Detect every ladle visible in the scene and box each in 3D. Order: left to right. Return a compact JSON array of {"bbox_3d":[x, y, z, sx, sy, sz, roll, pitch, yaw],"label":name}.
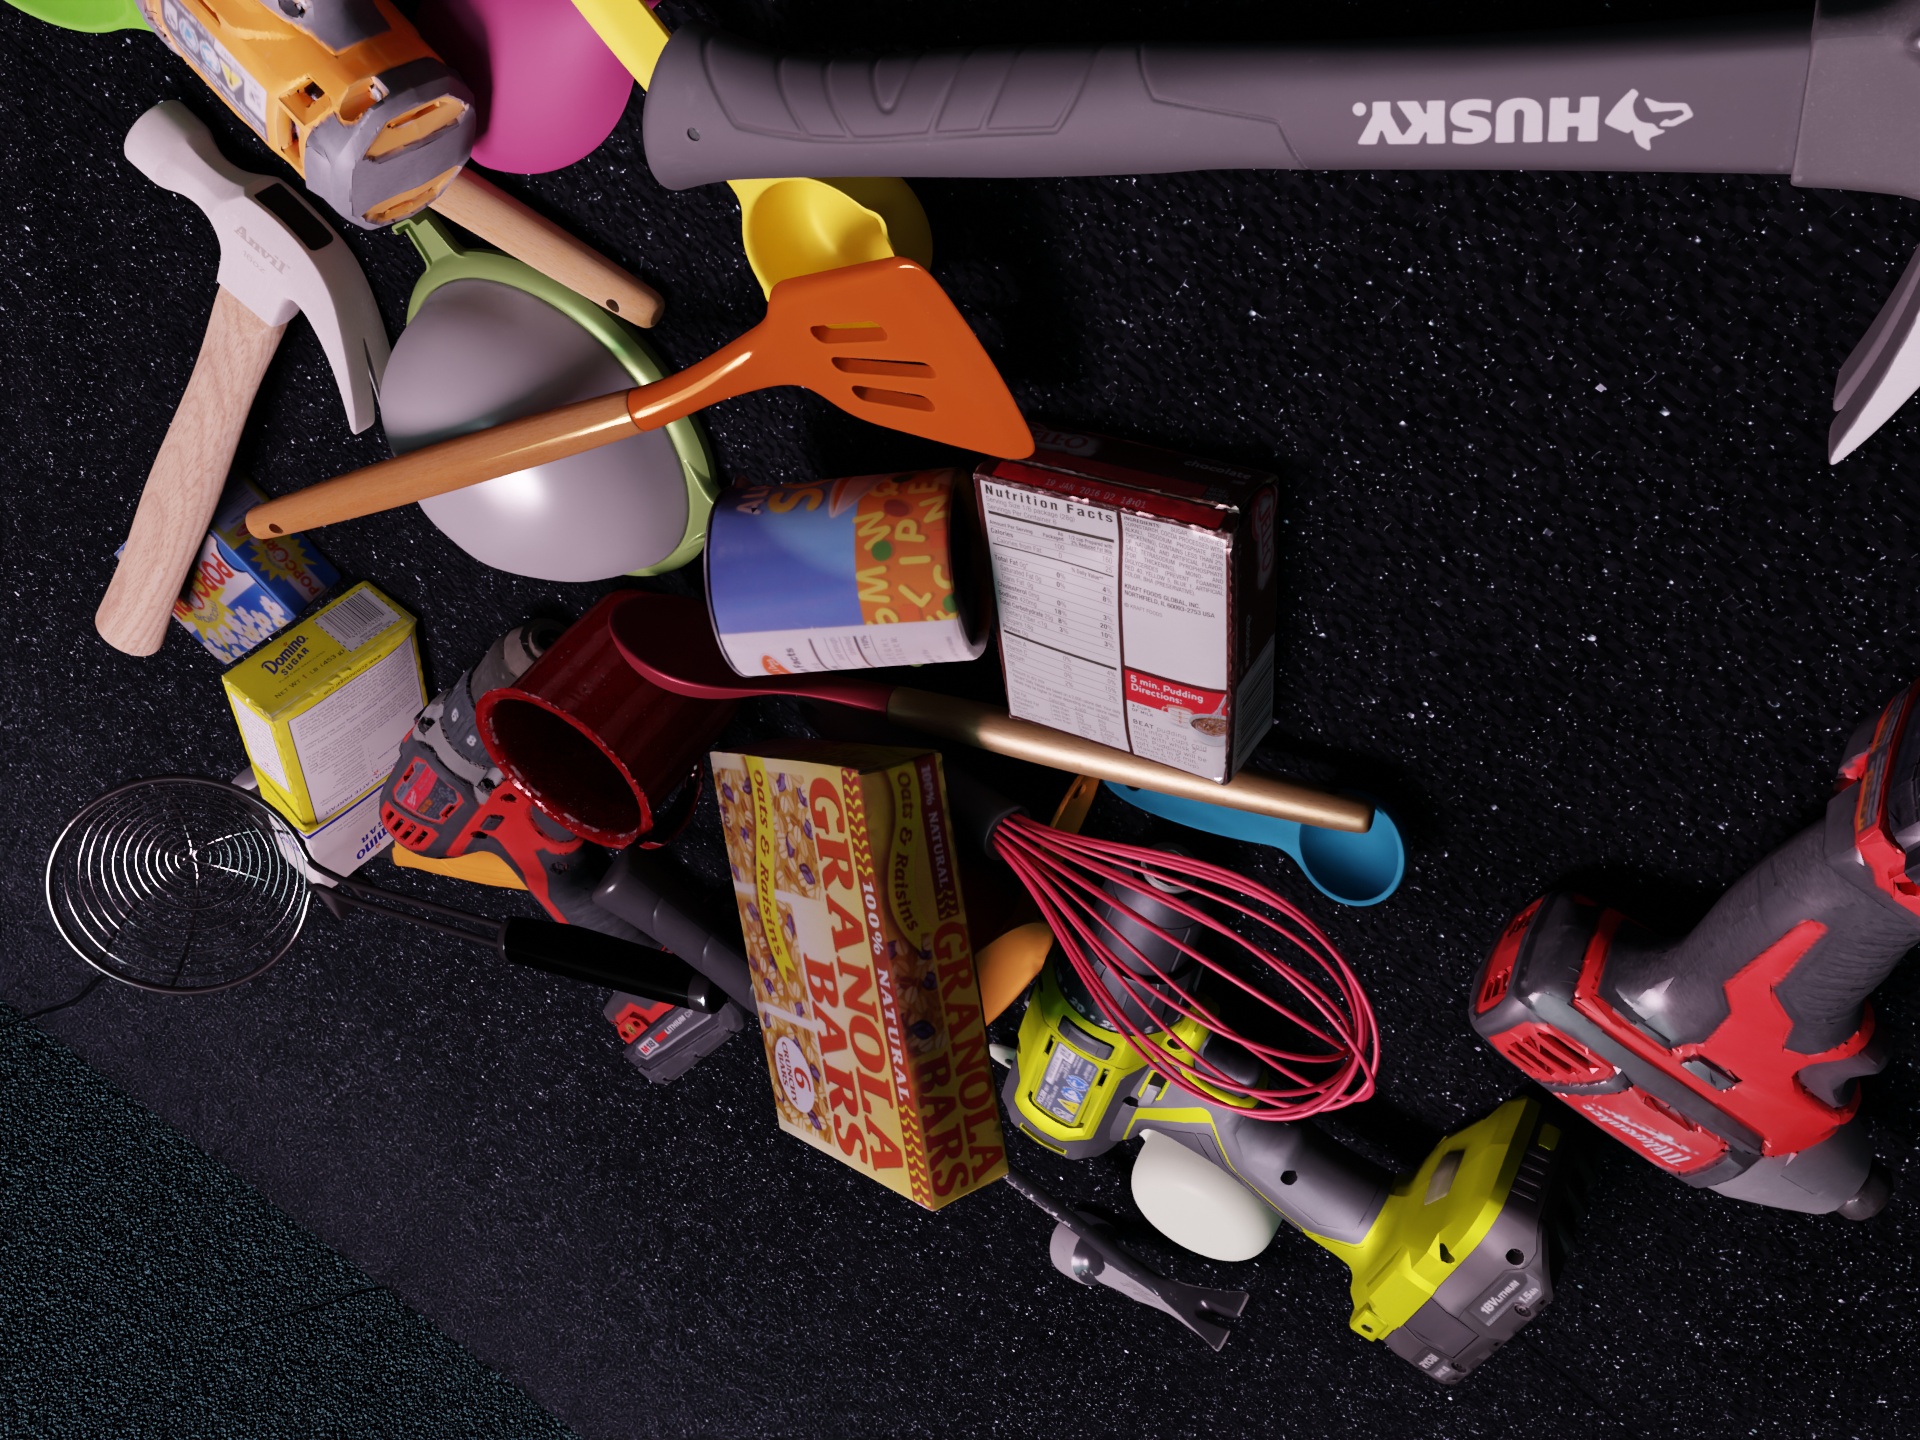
[{"bbox_3d":[-0.001,-0.002,0.598,0.315,0.069,0.031,14,117,25],"label":"ladle"}]

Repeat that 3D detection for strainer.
[{"bbox_3d":[-0.130,-0.075,0.613,0.256,0.069,0.151,31,145,11],"label":"strainer"}]

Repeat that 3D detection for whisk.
[{"bbox_3d":[0.030,0.051,0.585,0.296,0.073,0.073,33,150,39],"label":"whisk"}]

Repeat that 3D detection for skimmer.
[{"bbox_3d":[-0.290,0.108,0.790,0.363,0.090,0.127,10,111,23],"label":"skimmer"}]

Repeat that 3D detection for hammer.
[{"bbox_3d":[-0.353,-0.122,0.739,0.130,0.031,0.331,42,135,-8],"label":"hammer"},{"bbox_3d":[-0.337,0.087,1.010,0.337,0.034,0.127,2,132,39],"label":"hammer"},{"bbox_3d":[-0.016,0.186,0.760,0.408,0.036,0.149,44,160,-27],"label":"hammer"},{"bbox_3d":[0.067,-0.140,0.375,0.335,0.035,0.146,9,137,25],"label":"hammer"}]

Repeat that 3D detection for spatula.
[{"bbox_3d":[-0.130,-0.093,0.537,0.322,0.041,0.080,-10,141,26],"label":"spatula"}]

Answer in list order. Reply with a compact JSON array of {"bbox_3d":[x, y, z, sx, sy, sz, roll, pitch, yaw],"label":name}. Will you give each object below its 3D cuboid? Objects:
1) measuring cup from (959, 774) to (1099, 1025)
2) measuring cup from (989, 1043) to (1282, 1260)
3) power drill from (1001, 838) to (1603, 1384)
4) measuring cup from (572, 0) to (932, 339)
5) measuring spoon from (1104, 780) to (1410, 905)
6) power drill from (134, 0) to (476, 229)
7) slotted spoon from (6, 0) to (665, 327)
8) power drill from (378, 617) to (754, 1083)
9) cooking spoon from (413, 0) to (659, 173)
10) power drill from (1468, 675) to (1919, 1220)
[{"bbox_3d":[0.007,0.070,0.673,0.052,0.095,0.173,43,127,27],"label":"measuring cup"},{"bbox_3d":[0.081,0.213,0.790,0.167,0.038,0.083,26,144,11],"label":"measuring cup"},{"bbox_3d":[0.132,0.155,0.650,0.228,0.080,0.190,30,140,14],"label":"power drill"},{"bbox_3d":[-0.067,-0.181,0.469,0.156,0.029,0.062,48,144,-18],"label":"measuring cup"},{"bbox_3d":[0.108,0.032,0.583,0.129,0.021,0.042,17,115,39],"label":"measuring spoon"},{"bbox_3d":[-0.210,-0.274,0.446,0.185,0.084,0.226,46,150,3],"label":"power drill"},{"bbox_3d":[-0.240,-0.225,0.574,0.314,0.031,0.070,32,150,4],"label":"slotted spoon"},{"bbox_3d":[-0.183,0.063,0.810,0.226,0.080,0.188,44,134,-5],"label":"power drill"},{"bbox_3d":[-0.071,-0.220,0.441,0.319,0.017,0.068,-6,127,45],"label":"cooking spoon"},{"bbox_3d":[0.261,0.079,0.455,0.143,0.078,0.219,35,148,3],"label":"power drill"}]
